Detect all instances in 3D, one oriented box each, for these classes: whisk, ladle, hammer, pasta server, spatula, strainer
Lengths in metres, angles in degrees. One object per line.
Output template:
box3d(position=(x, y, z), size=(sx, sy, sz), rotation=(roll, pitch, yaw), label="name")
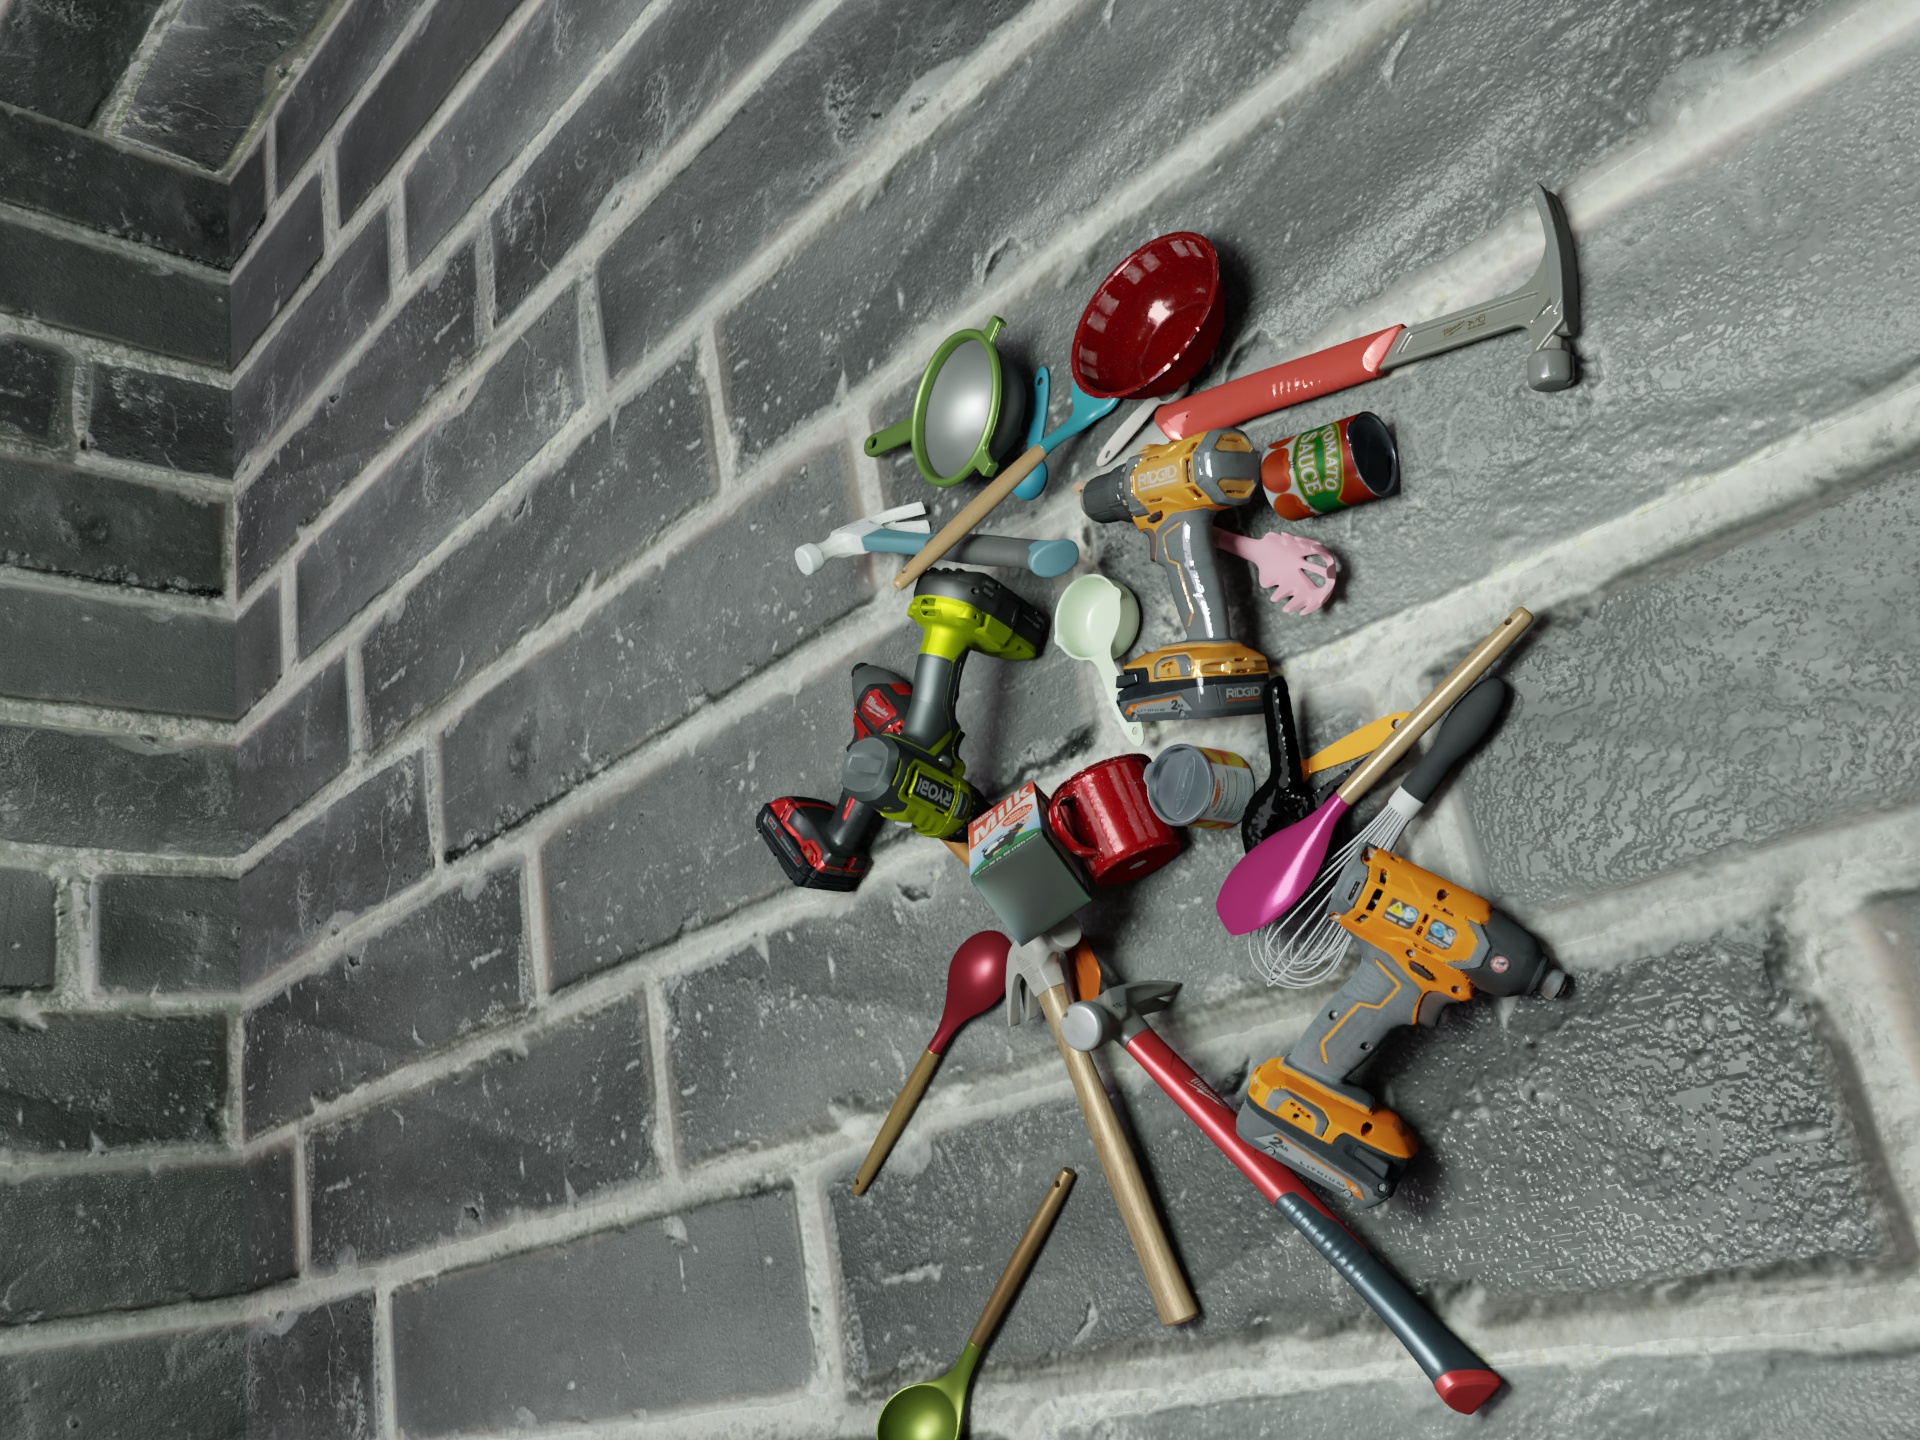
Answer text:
box3d(position=(0.308, 0.086, 1.166), size=(0.284, 0.070, 0.070), rotation=(-57, 48, 17), label="whisk")
box3d(position=(-0.035, 0.330, 1.503), size=(0.069, 0.031, 0.315), rotation=(45, 117, 41), label="ladle")
box3d(position=(-0.016, -0.161, 1.482), size=(0.331, 0.128, 0.033), rotation=(13, 126, 51), label="hammer")
box3d(position=(0.304, -0.288, 1.247), size=(0.359, 0.036, 0.149), rotation=(-10, 76, 44), label="hammer")
box3d(position=(0.018, 0.525, 1.393), size=(0.078, 0.062, 0.320), rotation=(37, 107, 40), label="ladle")
box3d(position=(0.197, -0.158, 1.335), size=(0.316, 0.040, 0.060), rotation=(30, 122, 46), label="pasta server")
box3d(position=(0.115, 0.330, 1.308), size=(0.130, 0.031, 0.331), rotation=(-50, 57, 56), label="hammer")
box3d(position=(0.243, 0.339, 1.176), size=(0.387, 0.143, 0.038), rotation=(44, 116, 29), label="hammer")
box3d(position=(0.049, -0.233, 1.423), size=(0.317, 0.044, 0.082), rotation=(-45, 45, -13), label="spatula")
box3d(position=(0.040, 0.163, 1.440), size=(0.323, 0.041, 0.081), rotation=(41, 135, 44), label="spatula")
box3d(position=(-0.009, -0.288, 1.561), size=(0.256, 0.069, 0.151), rotation=(-7, 78, 59), label="strainer")

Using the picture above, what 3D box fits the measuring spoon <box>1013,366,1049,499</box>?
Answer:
box3d(position=(0.065, -0.273, 1.502), size=(0.042, 0.021, 0.128), rotation=(4, 86, 47), label="measuring spoon")

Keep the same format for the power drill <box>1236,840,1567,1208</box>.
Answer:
box3d(position=(0.306, 0.219, 1.112), size=(0.164, 0.084, 0.226), rotation=(26, 102, 17), label="power drill")

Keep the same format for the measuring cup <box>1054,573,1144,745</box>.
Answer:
box3d(position=(0.136, -0.050, 1.381), size=(0.083, 0.038, 0.168), rotation=(-38, 59, 35), label="measuring cup")

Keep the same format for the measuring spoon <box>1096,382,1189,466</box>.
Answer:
box3d(position=(0.163, -0.265, 1.409), size=(0.124, 0.018, 0.034), rotation=(-45, 39, 40), label="measuring spoon")

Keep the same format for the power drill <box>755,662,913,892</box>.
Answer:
box3d(position=(-0.109, 0.053, 1.593), size=(0.219, 0.078, 0.143), rotation=(-56, 49, 20), label="power drill")

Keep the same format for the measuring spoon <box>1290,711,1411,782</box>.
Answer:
box3d(position=(0.297, 0.020, 1.218), size=(0.117, 0.011, 0.021), rotation=(-31, 62, 39), label="measuring spoon")

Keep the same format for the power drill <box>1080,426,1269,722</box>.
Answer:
box3d(position=(0.168, -0.113, 1.299), size=(0.185, 0.084, 0.226), rotation=(-4, 90, 57), label="power drill")

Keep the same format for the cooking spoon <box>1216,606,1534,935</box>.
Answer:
box3d(position=(0.296, 0.038, 1.157), size=(0.319, 0.017, 0.069), rotation=(-49, 34, 18), label="cooking spoon")

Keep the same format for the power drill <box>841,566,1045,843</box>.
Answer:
box3d(position=(-0.002, -0.005, 1.432), size=(0.080, 0.190, 0.228), rotation=(7, 74, 41), label="power drill")
